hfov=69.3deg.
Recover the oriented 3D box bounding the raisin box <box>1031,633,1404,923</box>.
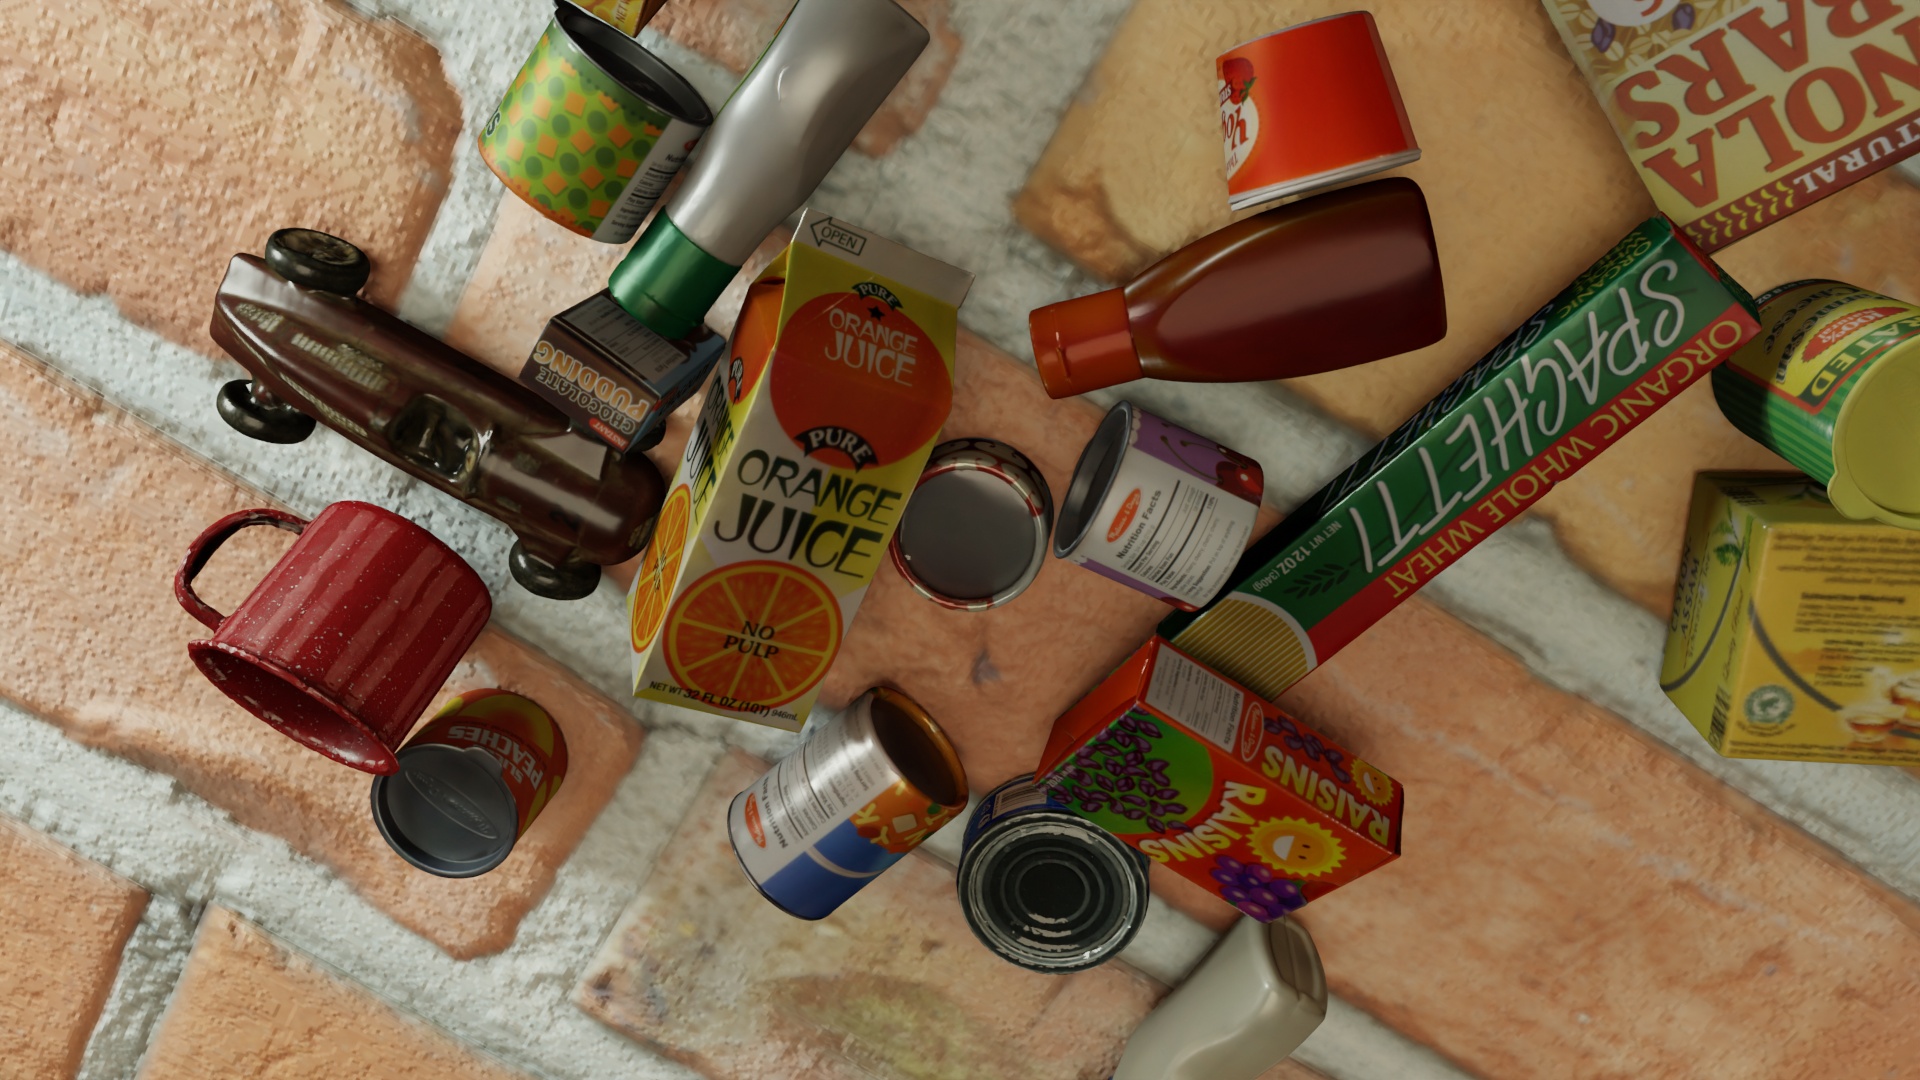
[{"bbox_3d":[0.105,0.101,0.569,0.123,0.040,0.085,31,137,-9],"label":"raisin box"}]

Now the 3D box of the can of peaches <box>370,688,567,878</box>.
[{"bbox_3d":[-0.216,0.105,0.619,0.071,0.058,0.071,2,109,6],"label":"can of peaches"}]

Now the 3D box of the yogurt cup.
[{"bbox_3d":[0.122,-0.151,0.488,0.072,0.072,0.054,-13,99,11],"label":"yogurt cup"}]

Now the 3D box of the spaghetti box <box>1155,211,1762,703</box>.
[{"bbox_3d":[0.177,-0.018,0.527,0.050,0.029,0.249,42,117,-9],"label":"spaghetti box"}]

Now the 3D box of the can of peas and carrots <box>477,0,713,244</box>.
[{"bbox_3d":[-0.137,-0.154,0.516,0.071,0.071,0.058,38,110,-7],"label":"can of peas and carrots"}]

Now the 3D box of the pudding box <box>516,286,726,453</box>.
[{"bbox_3d":[-0.127,-0.070,0.535,0.049,0.084,0.030,35,112,-7],"label":"pudding box"}]

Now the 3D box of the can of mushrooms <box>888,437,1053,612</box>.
[{"bbox_3d":[0.002,-0.007,0.568,0.071,0.033,0.070,2,110,6],"label":"can of mushrooms"}]

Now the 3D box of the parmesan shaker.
[{"bbox_3d":[0.310,-0.049,0.479,0.071,0.103,0.071,2,109,6],"label":"parmesan shaker"}]

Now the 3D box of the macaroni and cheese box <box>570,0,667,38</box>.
[{"bbox_3d":[-0.160,-0.264,0.457,0.166,0.040,0.123,29,143,-8],"label":"macaroni and cheese box"}]

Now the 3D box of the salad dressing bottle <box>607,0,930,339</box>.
[{"bbox_3d":[-0.073,-0.140,0.511,0.044,0.064,0.147,40,106,-4],"label":"salad dressing bottle"}]

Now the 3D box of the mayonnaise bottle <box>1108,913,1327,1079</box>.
[{"bbox_3d":[0.104,0.233,0.626,0.041,0.065,0.147,31,114,-9],"label":"mayonnaise bottle"}]

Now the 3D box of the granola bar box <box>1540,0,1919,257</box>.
[{"bbox_3d":[0.287,-0.183,0.444,0.165,0.039,0.124,-28,105,34],"label":"granola bar box"}]

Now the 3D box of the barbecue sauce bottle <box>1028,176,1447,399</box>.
[{"bbox_3d":[0.101,-0.088,0.523,0.148,0.044,0.064,-13,111,12],"label":"barbecue sauce bottle"}]

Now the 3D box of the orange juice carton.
[{"bbox_3d":[-0.063,-0.028,0.536,0.072,0.073,0.192,17,112,-23],"label":"orange juice carton"}]

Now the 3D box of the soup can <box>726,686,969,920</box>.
[{"bbox_3d":[-0.046,0.114,0.600,0.083,0.071,0.071,-40,100,17],"label":"soup can"}]

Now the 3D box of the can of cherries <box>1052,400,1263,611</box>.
[{"bbox_3d":[0.076,-0.014,0.539,0.058,0.072,0.071,23,111,-8],"label":"can of cherries"}]
